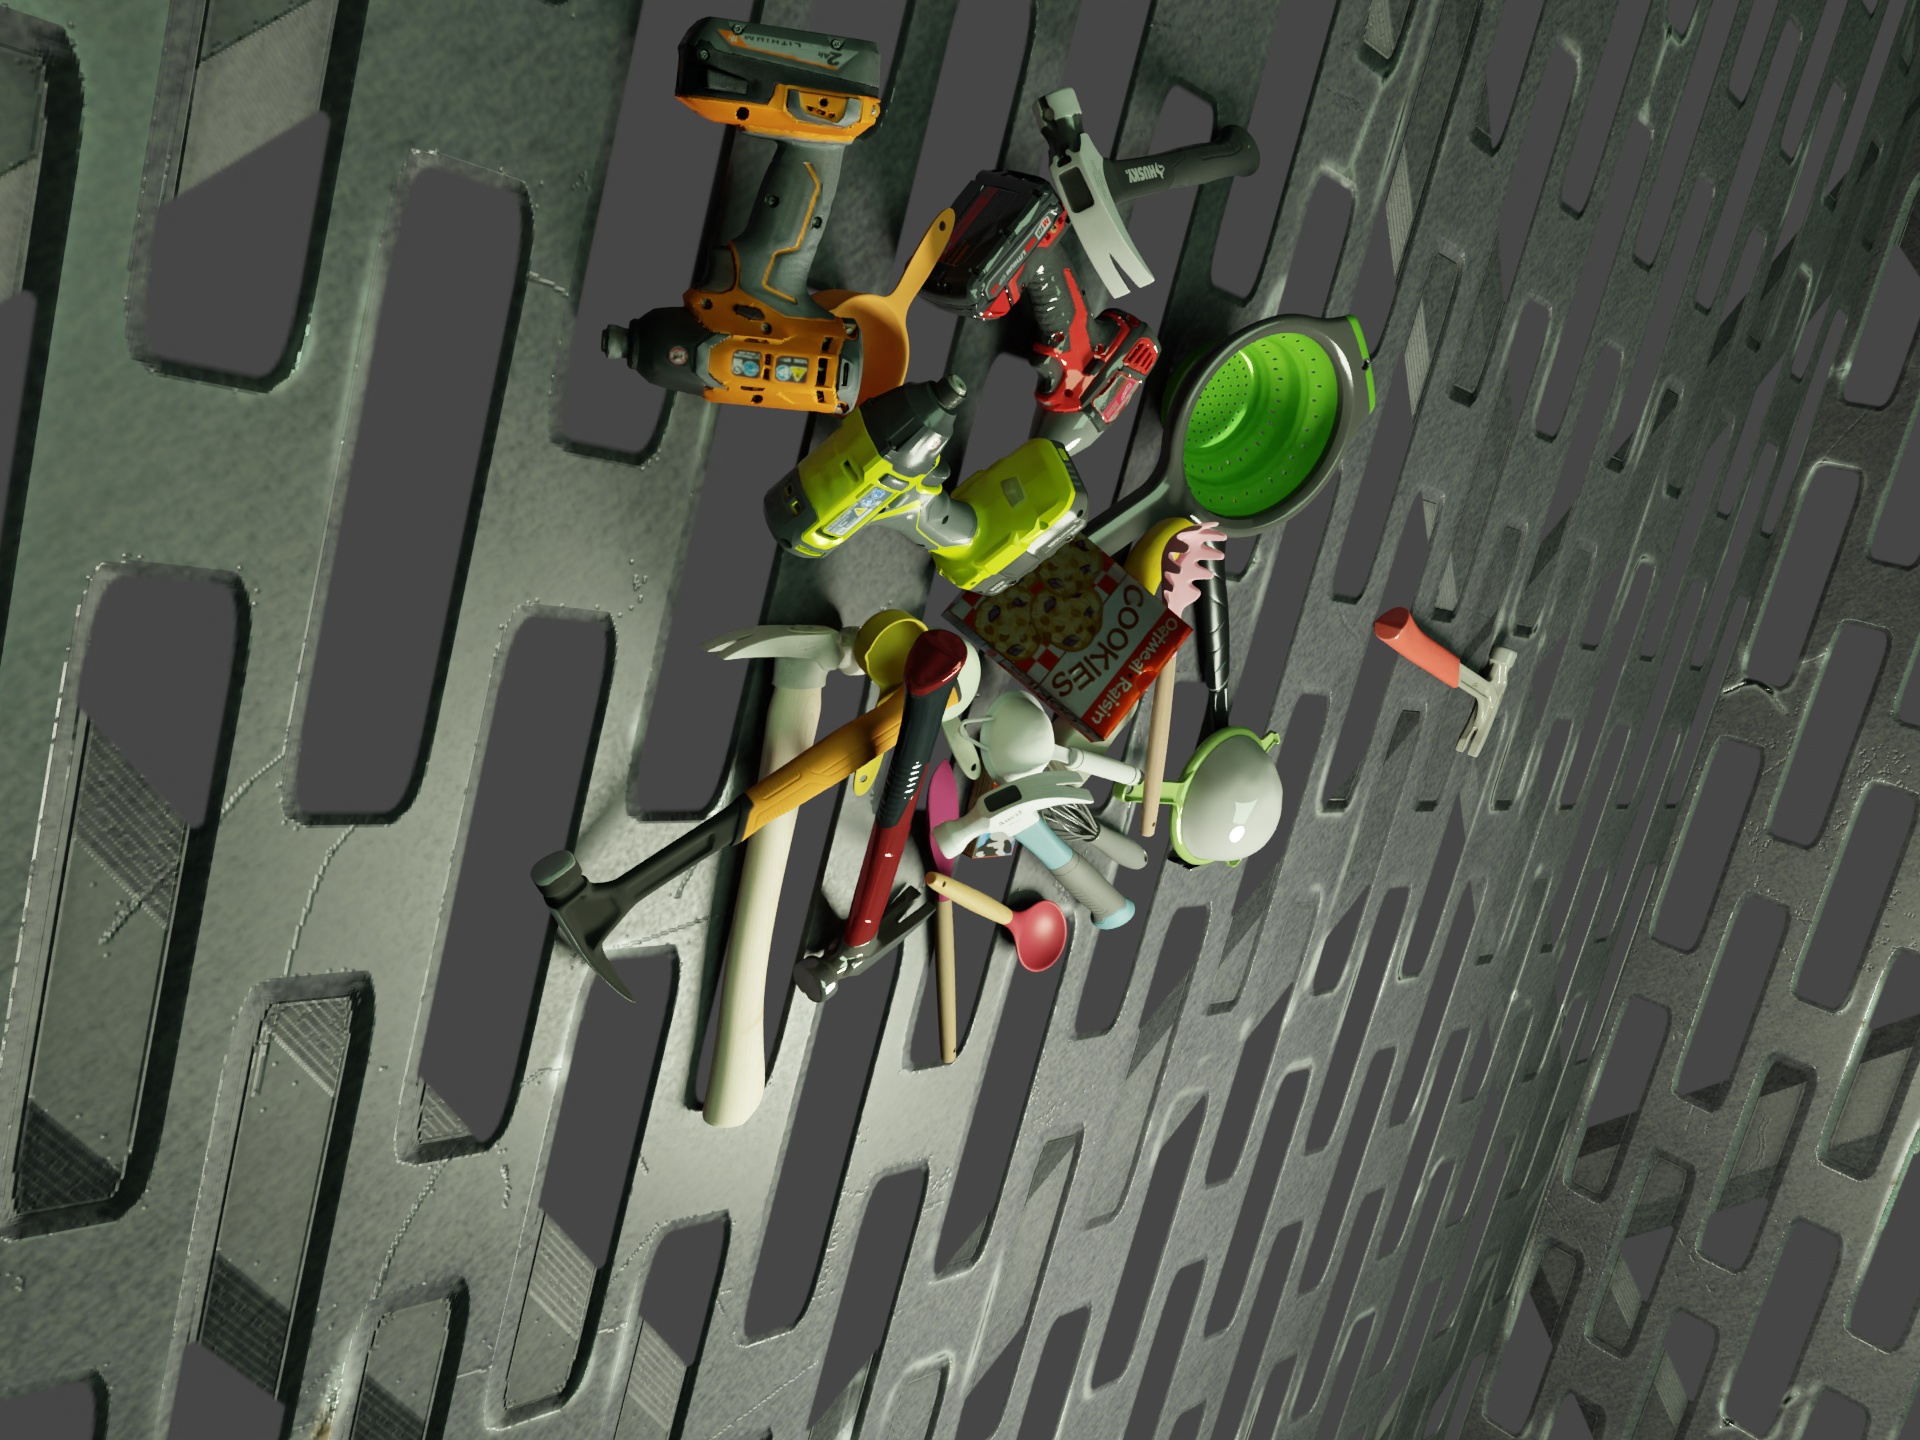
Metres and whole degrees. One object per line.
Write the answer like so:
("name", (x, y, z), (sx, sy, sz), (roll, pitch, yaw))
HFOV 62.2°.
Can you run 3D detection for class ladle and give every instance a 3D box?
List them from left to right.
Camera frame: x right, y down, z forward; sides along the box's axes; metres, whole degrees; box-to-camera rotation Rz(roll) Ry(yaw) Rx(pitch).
("ladle", (0.032, 0.171, 1.412), (0.315, 0.031, 0.069), (39, 68, -63))

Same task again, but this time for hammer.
("hammer", (-0.160, 0.127, 1.220), (0.146, 0.038, 0.410), (-4, 111, -45))
("hammer", (-0.137, 0.065, 1.155), (0.337, 0.034, 0.127), (-34, 126, -16))
("hammer", (-0.040, 0.068, 1.205), (0.143, 0.038, 0.386), (-34, 155, -37))
("hammer", (0.092, 0.129, 1.445), (0.128, 0.033, 0.330), (-31, 148, 8))
("hammer", (0.166, -0.427, 1.250), (0.335, 0.035, 0.146), (-36, 106, -52))
("hammer", (0.258, -0.025, 1.614), (0.149, 0.036, 0.408), (-33, 129, -33))
("hammer", (0.595, -0.060, 1.969), (0.358, 0.037, 0.149), (19, 93, -51))

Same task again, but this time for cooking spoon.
("cooking spoon", (-0.016, 0.178, 1.415), (0.069, 0.017, 0.318), (-53, 146, -55))

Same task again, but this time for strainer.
("strainer", (0.095, 0.030, 1.394), (0.258, 0.050, 0.087), (17, 79, -51))
("strainer", (0.249, 0.081, 1.575), (0.256, 0.069, 0.151), (7, 103, -48))

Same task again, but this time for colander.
("colander", (0.180, -0.228, 1.405), (0.397, 0.095, 0.204), (-35, 132, -9))

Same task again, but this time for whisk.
("whisk", (0.126, 0.109, 1.522), (0.238, 0.055, 0.055), (31, 84, -54))

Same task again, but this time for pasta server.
("pasta server", (0.190, -0.032, 1.433), (0.060, 0.040, 0.316), (-21, 125, -40))

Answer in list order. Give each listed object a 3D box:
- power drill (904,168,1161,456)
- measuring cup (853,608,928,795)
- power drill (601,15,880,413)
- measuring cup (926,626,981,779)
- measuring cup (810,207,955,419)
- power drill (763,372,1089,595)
("power drill", (0.060, -0.298, 1.216), (0.143, 0.079, 0.219), (-53, 137, -6))
("measuring cup", (-0.066, -0.014, 1.211), (0.062, 0.029, 0.156), (-7, 125, -38))
("power drill", (-0.135, -0.310, 0.989), (0.164, 0.084, 0.226), (2, 110, -17))
("measuring cup", (-0.002, -0.004, 1.329), (0.083, 0.038, 0.167), (-46, 134, -23))
("measuring cup", (-0.064, -0.292, 1.118), (0.174, 0.052, 0.095), (-60, 140, -11))
("power drill", (-0.011, -0.170, 1.161), (0.171, 0.080, 0.223), (-36, 154, 28))
